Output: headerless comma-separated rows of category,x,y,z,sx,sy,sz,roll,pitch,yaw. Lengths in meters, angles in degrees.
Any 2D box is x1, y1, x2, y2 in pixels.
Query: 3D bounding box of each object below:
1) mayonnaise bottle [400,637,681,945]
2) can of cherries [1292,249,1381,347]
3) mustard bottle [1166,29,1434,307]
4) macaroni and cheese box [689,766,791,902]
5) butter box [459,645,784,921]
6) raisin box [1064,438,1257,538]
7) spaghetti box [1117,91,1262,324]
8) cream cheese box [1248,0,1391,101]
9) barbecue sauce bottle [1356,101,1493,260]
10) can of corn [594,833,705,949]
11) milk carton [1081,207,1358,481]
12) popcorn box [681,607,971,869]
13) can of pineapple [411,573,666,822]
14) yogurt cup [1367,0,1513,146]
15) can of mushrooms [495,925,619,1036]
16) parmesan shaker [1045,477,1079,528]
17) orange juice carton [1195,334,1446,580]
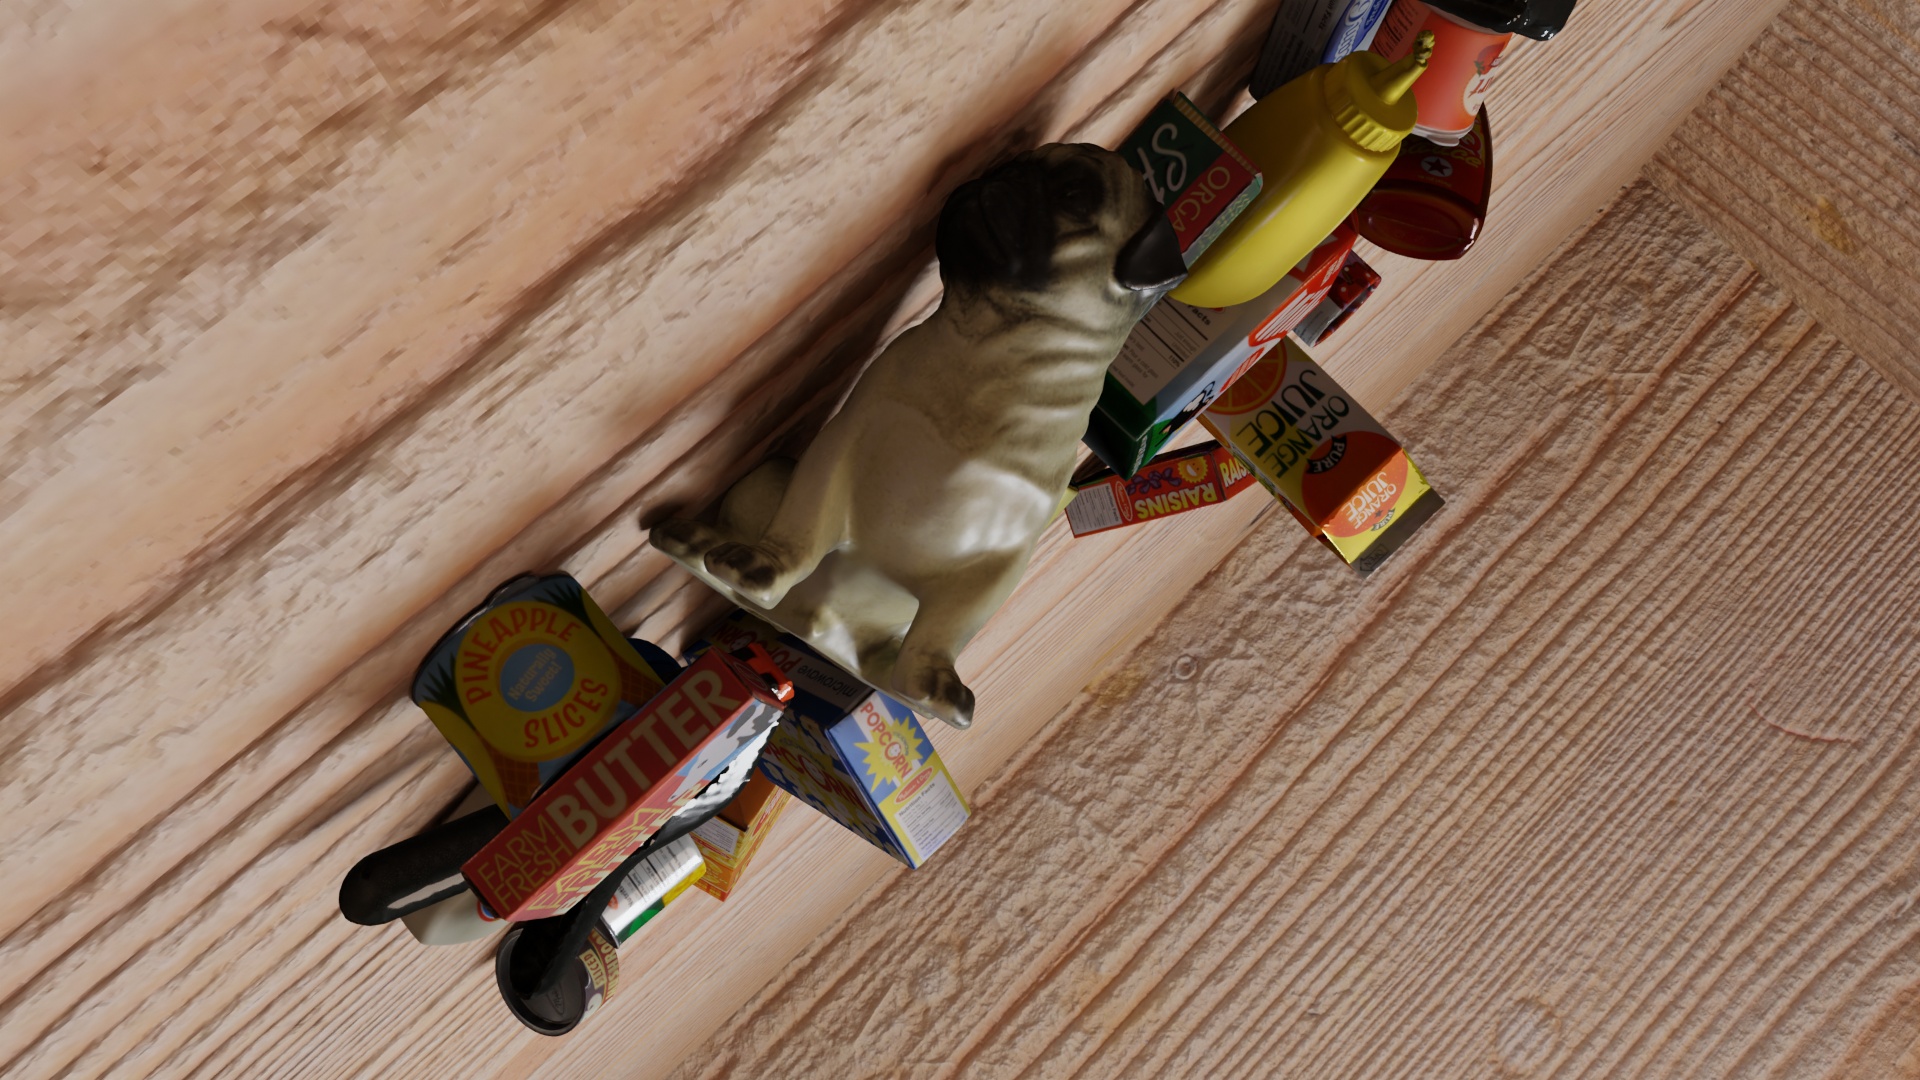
mayonnaise bottle,-0.169,0.103,0.571,0.147,0.041,0.065,-47,162,15
can of cherries,0.242,-0.174,0.938,0.071,0.058,0.071,-41,168,-11
mustard bottle,0.141,-0.156,0.576,0.049,0.065,0.159,5,158,-28
macaroni and cheese box,-0.109,0.122,0.770,0.124,0.040,0.165,-58,177,-29
butter box,-0.105,0.079,0.447,0.103,0.024,0.053,-42,168,-6
raisin box,0.146,-0.041,0.998,0.123,0.040,0.086,-14,-174,34
spaghetti box,0.020,-0.072,0.574,0.249,0.050,0.029,-46,170,12
cream cheese box,0.154,-0.220,0.565,0.053,0.024,0.103,-39,167,-14
barbecue sauce bottle,0.247,-0.211,0.725,0.043,0.065,0.149,99,11,-56
can of corn,-0.174,0.164,0.713,0.058,0.071,0.071,-38,167,-26
milk carton,0.127,-0.125,0.688,0.191,0.073,0.072,-43,168,-7
popcorn box,-0.060,0.084,0.611,0.038,0.085,0.127,-42,-147,-23
can of pineapple,-0.137,0.053,0.462,0.071,0.058,0.071,-41,168,-11
yogurt cup,0.229,-0.235,0.672,0.073,0.072,0.053,-34,157,-40
can of mushrooms,-0.233,0.250,0.808,0.070,0.071,0.033,-49,168,24
parmesan shaker,0.002,-0.009,0.688,0.103,0.071,0.071,-47,168,11
orange juice carton,0.214,-0.068,0.886,0.072,0.193,0.073,-44,167,5
